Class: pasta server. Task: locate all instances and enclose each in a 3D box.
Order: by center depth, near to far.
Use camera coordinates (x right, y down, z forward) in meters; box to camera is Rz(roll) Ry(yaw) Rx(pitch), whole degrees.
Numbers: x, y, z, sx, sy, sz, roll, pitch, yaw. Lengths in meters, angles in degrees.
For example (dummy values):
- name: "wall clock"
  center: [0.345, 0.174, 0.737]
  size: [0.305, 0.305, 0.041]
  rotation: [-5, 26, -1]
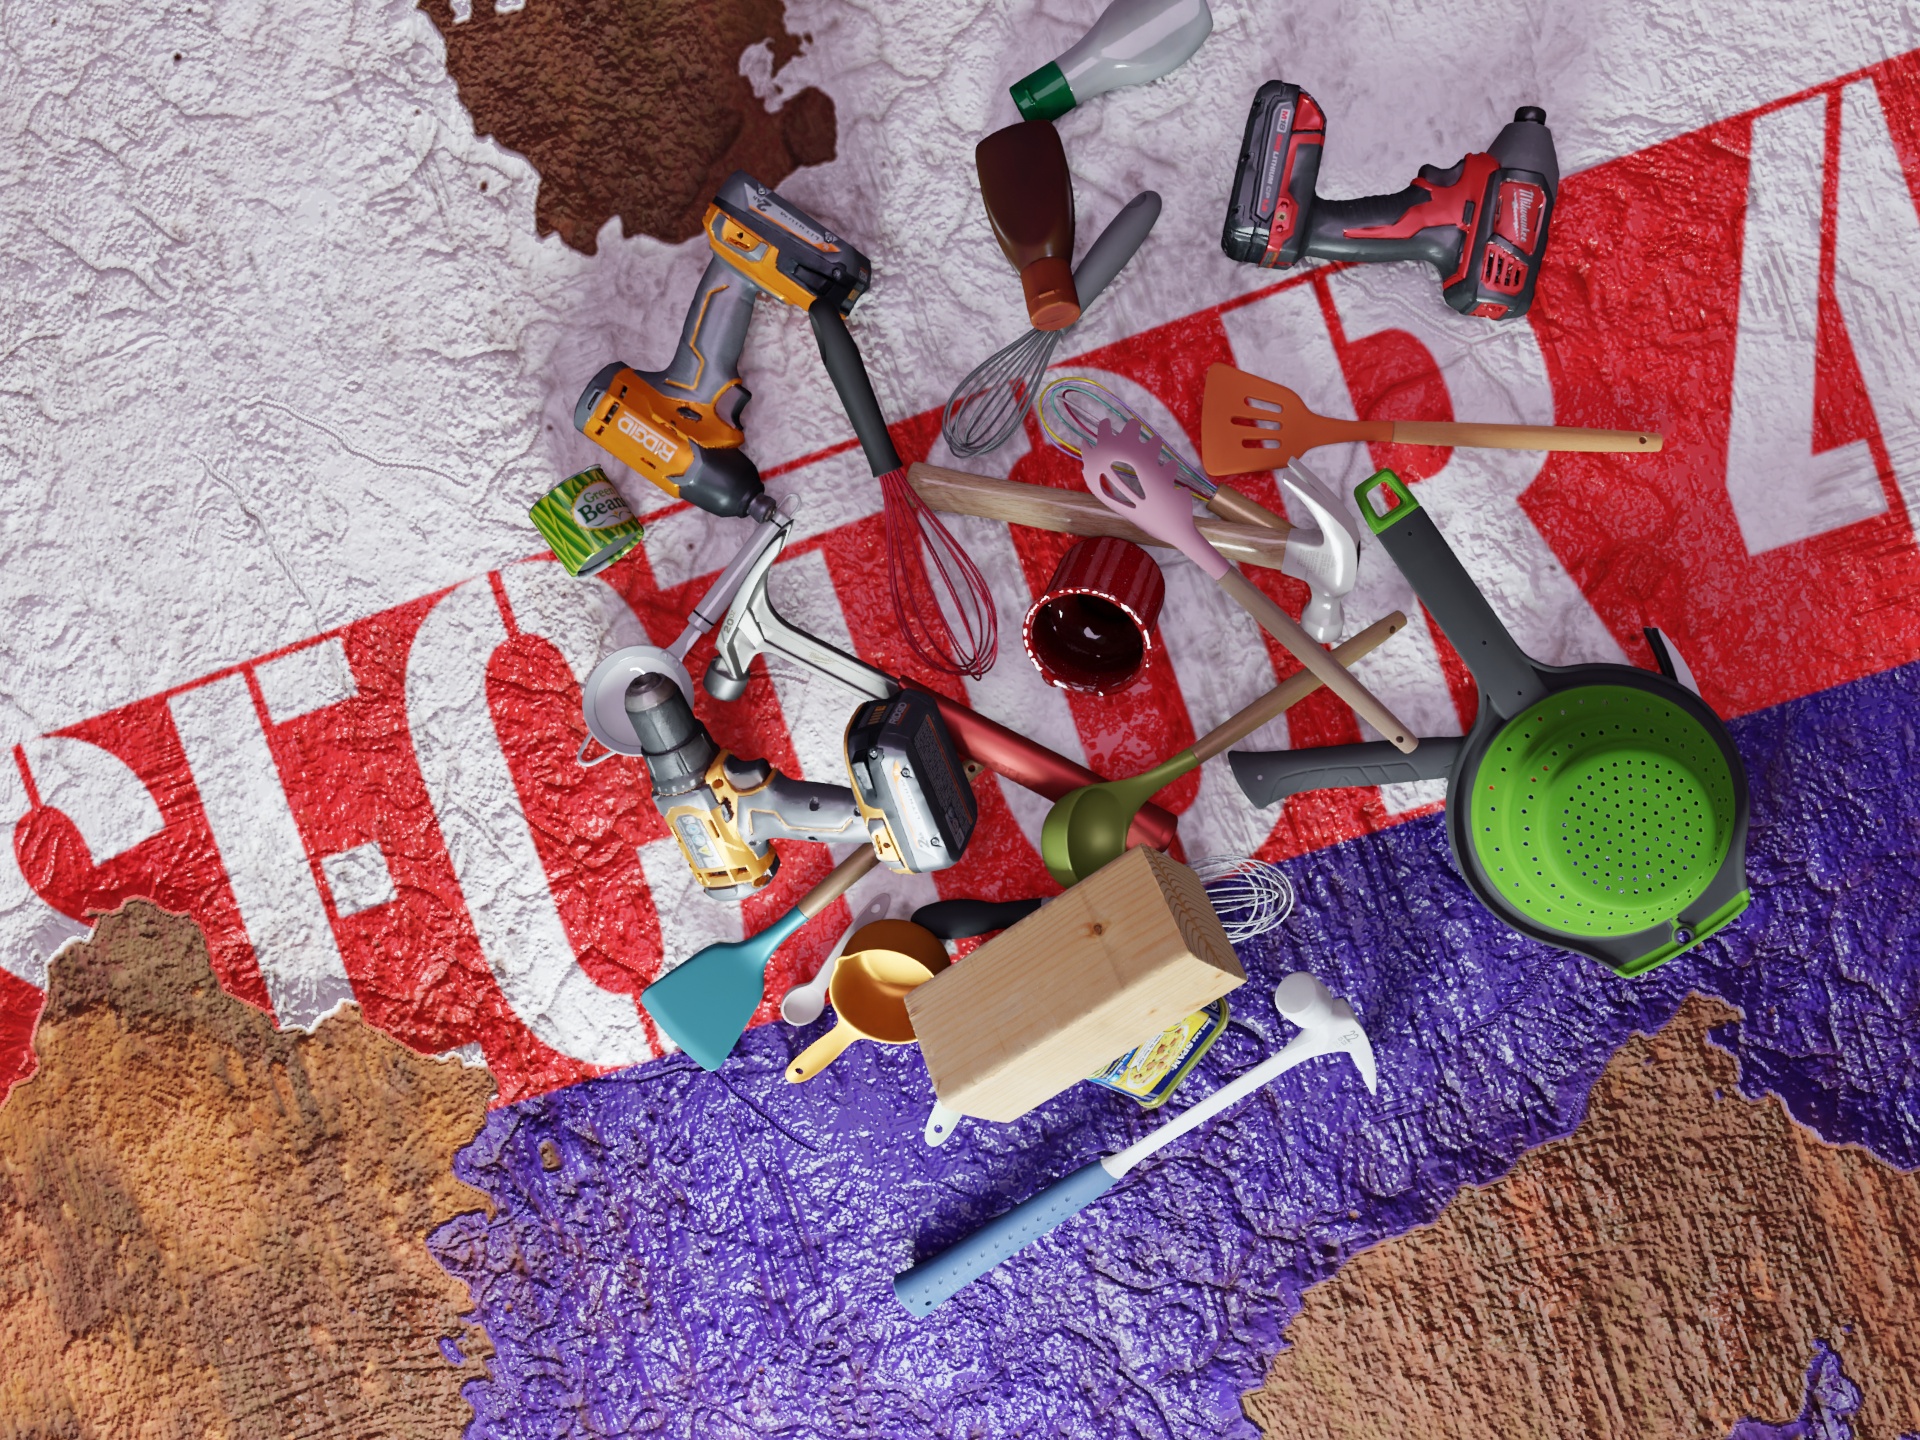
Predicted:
- name: "pasta server"
  center: [0.203, -0.088, 1.101]
  size: [0.316, 0.040, 0.060]
  rotation: [41, 124, -8]

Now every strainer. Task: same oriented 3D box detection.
- name: "strainer"
  center: [-0.200, -0.067, 1.203]
  size: [0.087, 0.050, 0.258]
  rotation: [38, 91, 11]

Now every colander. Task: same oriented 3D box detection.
- name: "colander"
  center: [0.392, -0.002, 1.070]
  size: [0.204, 0.094, 0.397]
  rotation: [-35, 90, 9]

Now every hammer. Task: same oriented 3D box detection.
- name: "hammer"
  center: [0.361, 0.019, 1.141]
  size: [0.335, 0.035, 0.146]
  rotation: [-5, 93, 8]
- name: "hammer"
  center: [0.120, -0.145, 1.143]
  size: [0.331, 0.031, 0.130]
  rotation: [12, 131, 12]
- name: "hammer"
  center: [-0.002, -0.004, 1.144]
  size: [0.359, 0.037, 0.149]
  rotation: [27, 123, -6]
- name: "hammer"
  center: [0.122, 0.325, 1.164]
  size: [0.405, 0.035, 0.143]
  rotation: [-37, 133, 15]

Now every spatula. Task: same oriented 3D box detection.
- name: "spatula"
  center: [0.333, -0.205, 1.129]
  size: [0.322, 0.041, 0.081]
  rotation: [3, 90, 6]
- name: "spatula"
  center: [-0.099, 0.132, 1.199]
  size: [0.317, 0.044, 0.082]
  rotation: [-41, 97, 6]

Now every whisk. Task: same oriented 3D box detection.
- name: "whisk"
  center: [-0.045, -0.160, 1.139]
  size: [0.073, 0.073, 0.295]
  rotation: [-21, 104, 8]
- name: "whisk"
  center: [0.166, -0.177, 1.149]
  size: [0.245, 0.051, 0.047]
  rotation: [30, 52, -1]
- name: "whisk"
  center: [0.068, -0.289, 1.157]
  size: [0.055, 0.055, 0.239]
  rotation: [39, 92, 3]
- name: "whisk"
  center: [0.101, 0.140, 1.172]
  size: [0.284, 0.070, 0.070]
  rotation: [-6, 93, 13]

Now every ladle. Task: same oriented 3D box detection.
- name: "ladle"
  center: [0.192, 0.016, 1.120]
  size: [0.320, 0.062, 0.078]
  rotation: [-33, 120, -7]

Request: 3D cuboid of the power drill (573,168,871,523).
- name: "power drill"
  center: [-0.161, -0.264, 1.169]
  size: [0.164, 0.084, 0.226]
  rotation: [36, 101, 3]

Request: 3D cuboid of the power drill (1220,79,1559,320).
- name: "power drill"
  center: [0.302, -0.369, 1.108]
  size: [0.219, 0.078, 0.143]
  rotation: [12, 95, 3]

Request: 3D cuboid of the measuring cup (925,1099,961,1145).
- name: "measuring cup"
  center: [0.017, 0.244, 1.195]
  size: [0.083, 0.038, 0.167]
  rotation: [28, 98, 5]

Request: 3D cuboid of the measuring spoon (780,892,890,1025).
- name: "measuring spoon"
  center: [-0.095, 0.179, 1.217]
  size: [0.034, 0.018, 0.124]
  rotation: [37, 91, -32]

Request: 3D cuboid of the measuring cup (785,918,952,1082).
- name: "measuring cup"
  center: [-0.075, 0.215, 1.203]
  size: [0.095, 0.052, 0.173]
  rotation: [39, 122, -11]

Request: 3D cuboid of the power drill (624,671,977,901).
- name: "power drill"
  center: [-0.121, 0.036, 1.130]
  size: [0.226, 0.084, 0.185]
  rotation: [-9, 120, 24]
